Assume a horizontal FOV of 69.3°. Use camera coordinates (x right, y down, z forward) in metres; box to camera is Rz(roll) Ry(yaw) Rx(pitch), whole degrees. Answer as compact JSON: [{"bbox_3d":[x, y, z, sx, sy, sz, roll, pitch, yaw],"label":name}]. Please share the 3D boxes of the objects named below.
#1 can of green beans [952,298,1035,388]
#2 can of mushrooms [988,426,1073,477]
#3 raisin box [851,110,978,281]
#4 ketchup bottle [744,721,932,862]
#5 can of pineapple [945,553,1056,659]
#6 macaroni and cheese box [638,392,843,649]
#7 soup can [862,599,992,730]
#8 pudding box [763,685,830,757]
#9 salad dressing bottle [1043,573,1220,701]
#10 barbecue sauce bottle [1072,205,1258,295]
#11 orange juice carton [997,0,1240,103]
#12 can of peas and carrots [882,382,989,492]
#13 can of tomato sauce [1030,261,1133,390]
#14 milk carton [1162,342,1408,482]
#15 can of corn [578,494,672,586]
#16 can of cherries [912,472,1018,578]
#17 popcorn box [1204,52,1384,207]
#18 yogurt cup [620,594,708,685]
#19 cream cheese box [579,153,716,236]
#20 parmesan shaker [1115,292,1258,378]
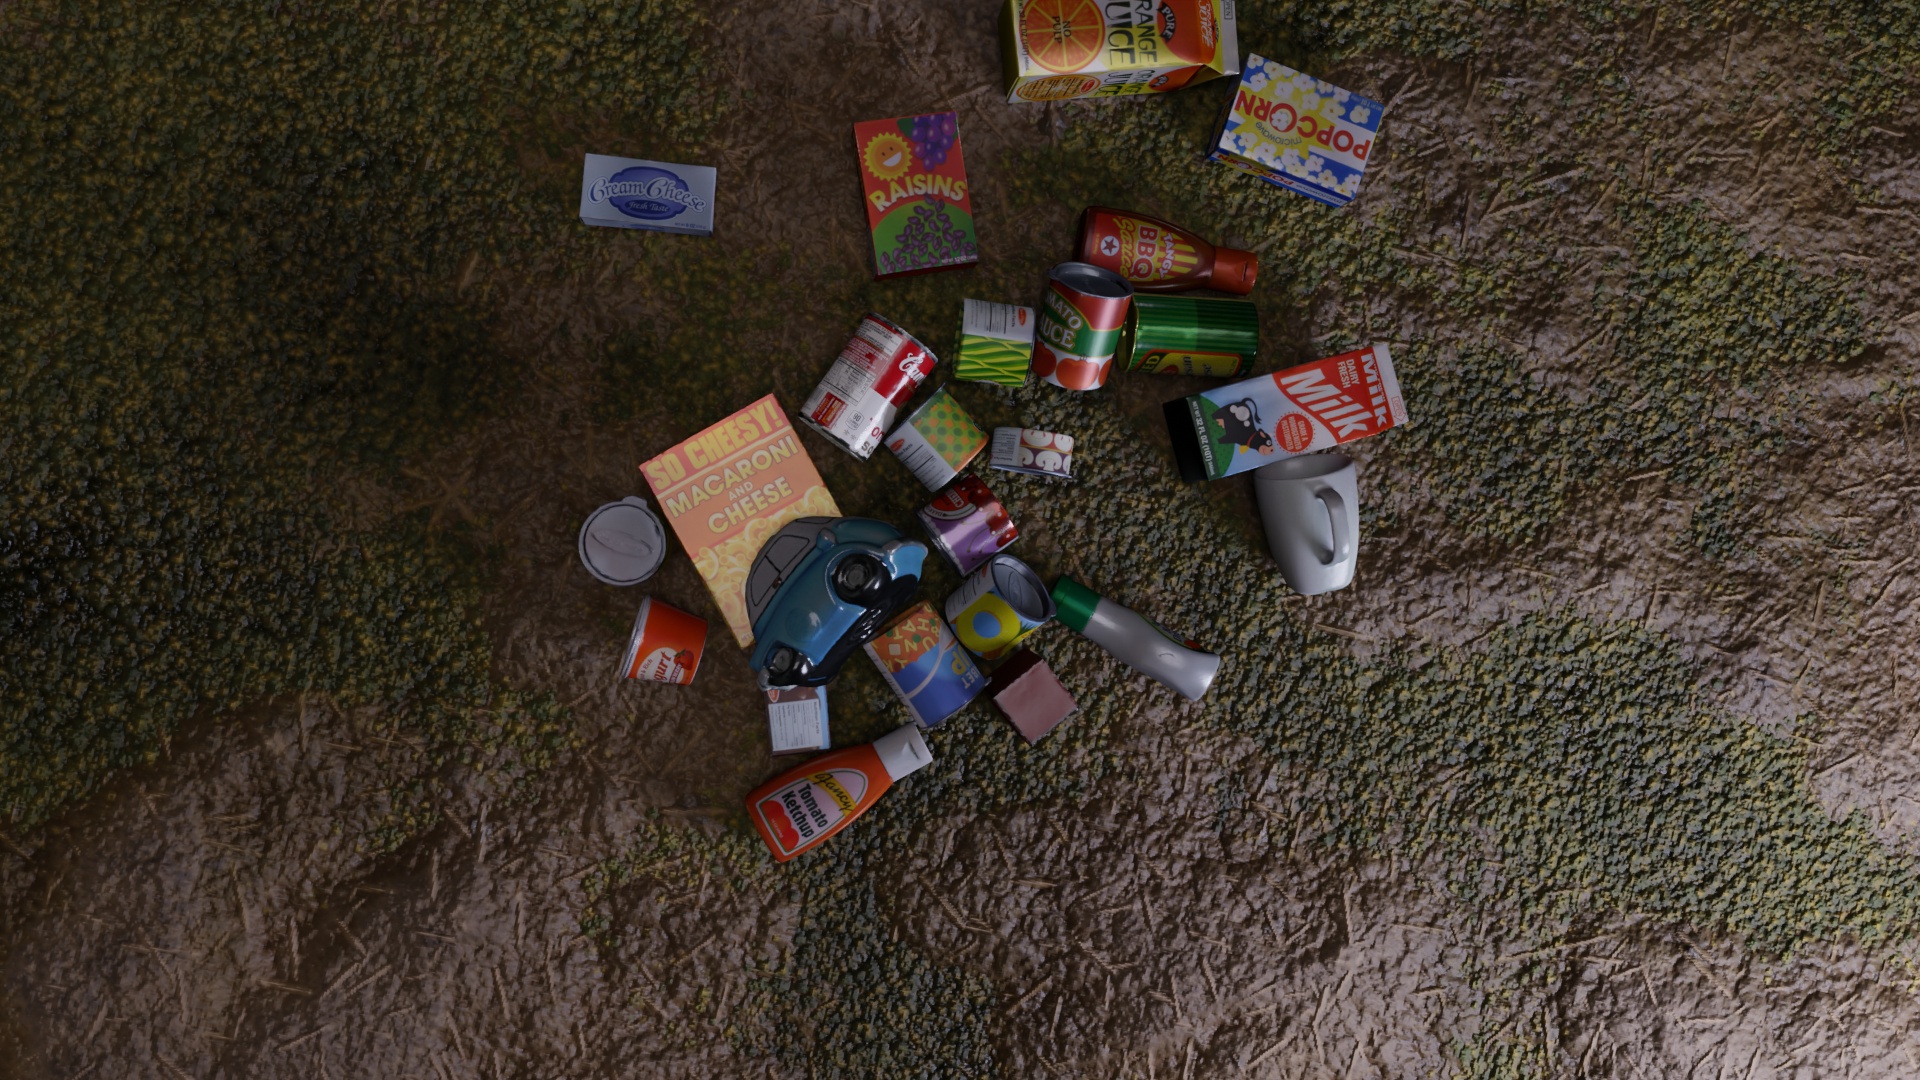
[{"bbox_3d":[0.026,-0.159,1.120,0.058,0.071,0.071,7,90,-6],"label":"can of green beans"},{"bbox_3d":[0.060,-0.071,1.126,0.071,0.071,0.033,8,90,-7],"label":"can of mushrooms"},{"bbox_3d":[-0.036,-0.278,1.124,0.086,0.040,0.123,-9,93,-6],"label":"raisin box"},{"bbox_3d":[-0.095,0.197,1.122,0.149,0.043,0.064,-28,95,-6],"label":"ketchup bottle"},{"bbox_3d":[0.032,0.055,1.114,0.071,0.071,0.057,45,119,-6],"label":"can of pineapple"},{"bbox_3d":[-0.162,-0.016,1.112,0.124,0.040,0.166,-29,95,-6],"label":"macaroni and cheese box"},{"bbox_3d":[-0.027,0.098,1.117,0.071,0.071,0.083,-35,95,-5],"label":"soup can"},{"bbox_3d":[-0.133,0.129,1.123,0.050,0.030,0.083,-6,92,-5],"label":"pudding box"},{"bbox_3d":[0.139,0.078,1.141,0.148,0.064,0.044,29,94,1],"label":"salad dressing bottle"},{"bbox_3d":[0.169,-0.233,1.147,0.149,0.044,0.064,9,95,-7],"label":"barbecue sauce bottle"},{"bbox_3d":[0.131,-0.406,1.125,0.193,0.073,0.071,-7,92,-7],"label":"orange juice carton"},{"bbox_3d":[-0.018,-0.083,1.116,0.071,0.071,0.058,-44,96,-4],"label":"can of peas and carrots"},{"bbox_3d":[0.094,-0.171,1.111,0.071,0.071,0.082,10,122,-7],"label":"can of tomato sauce"},{"bbox_3d":[0.273,-0.106,1.146,0.191,0.073,0.072,-16,93,-7],"label":"milk carton"},{"bbox_3d":[-0.261,-0.001,1.092,0.071,0.058,0.071,0,91,-6],"label":"can of corn"},{"bbox_3d":[0.004,-0.014,1.118,0.058,0.071,0.071,-36,95,-5],"label":"can of cherries"},{"bbox_3d":[0.280,-0.341,1.161,0.127,0.038,0.085,19,89,-7],"label":"popcorn box"},{"bbox_3d":[-0.232,0.081,1.095,0.054,0.072,0.072,17,89,-15],"label":"yogurt cup"},{"bbox_3d":[-0.248,-0.275,1.106,0.104,0.024,0.053,4,89,-7],"label":"cream cheese box"},{"bbox_3d":[0.185,-0.168,1.135,0.103,0.071,0.071,2,91,-7],"label":"parmesan shaker"}]
